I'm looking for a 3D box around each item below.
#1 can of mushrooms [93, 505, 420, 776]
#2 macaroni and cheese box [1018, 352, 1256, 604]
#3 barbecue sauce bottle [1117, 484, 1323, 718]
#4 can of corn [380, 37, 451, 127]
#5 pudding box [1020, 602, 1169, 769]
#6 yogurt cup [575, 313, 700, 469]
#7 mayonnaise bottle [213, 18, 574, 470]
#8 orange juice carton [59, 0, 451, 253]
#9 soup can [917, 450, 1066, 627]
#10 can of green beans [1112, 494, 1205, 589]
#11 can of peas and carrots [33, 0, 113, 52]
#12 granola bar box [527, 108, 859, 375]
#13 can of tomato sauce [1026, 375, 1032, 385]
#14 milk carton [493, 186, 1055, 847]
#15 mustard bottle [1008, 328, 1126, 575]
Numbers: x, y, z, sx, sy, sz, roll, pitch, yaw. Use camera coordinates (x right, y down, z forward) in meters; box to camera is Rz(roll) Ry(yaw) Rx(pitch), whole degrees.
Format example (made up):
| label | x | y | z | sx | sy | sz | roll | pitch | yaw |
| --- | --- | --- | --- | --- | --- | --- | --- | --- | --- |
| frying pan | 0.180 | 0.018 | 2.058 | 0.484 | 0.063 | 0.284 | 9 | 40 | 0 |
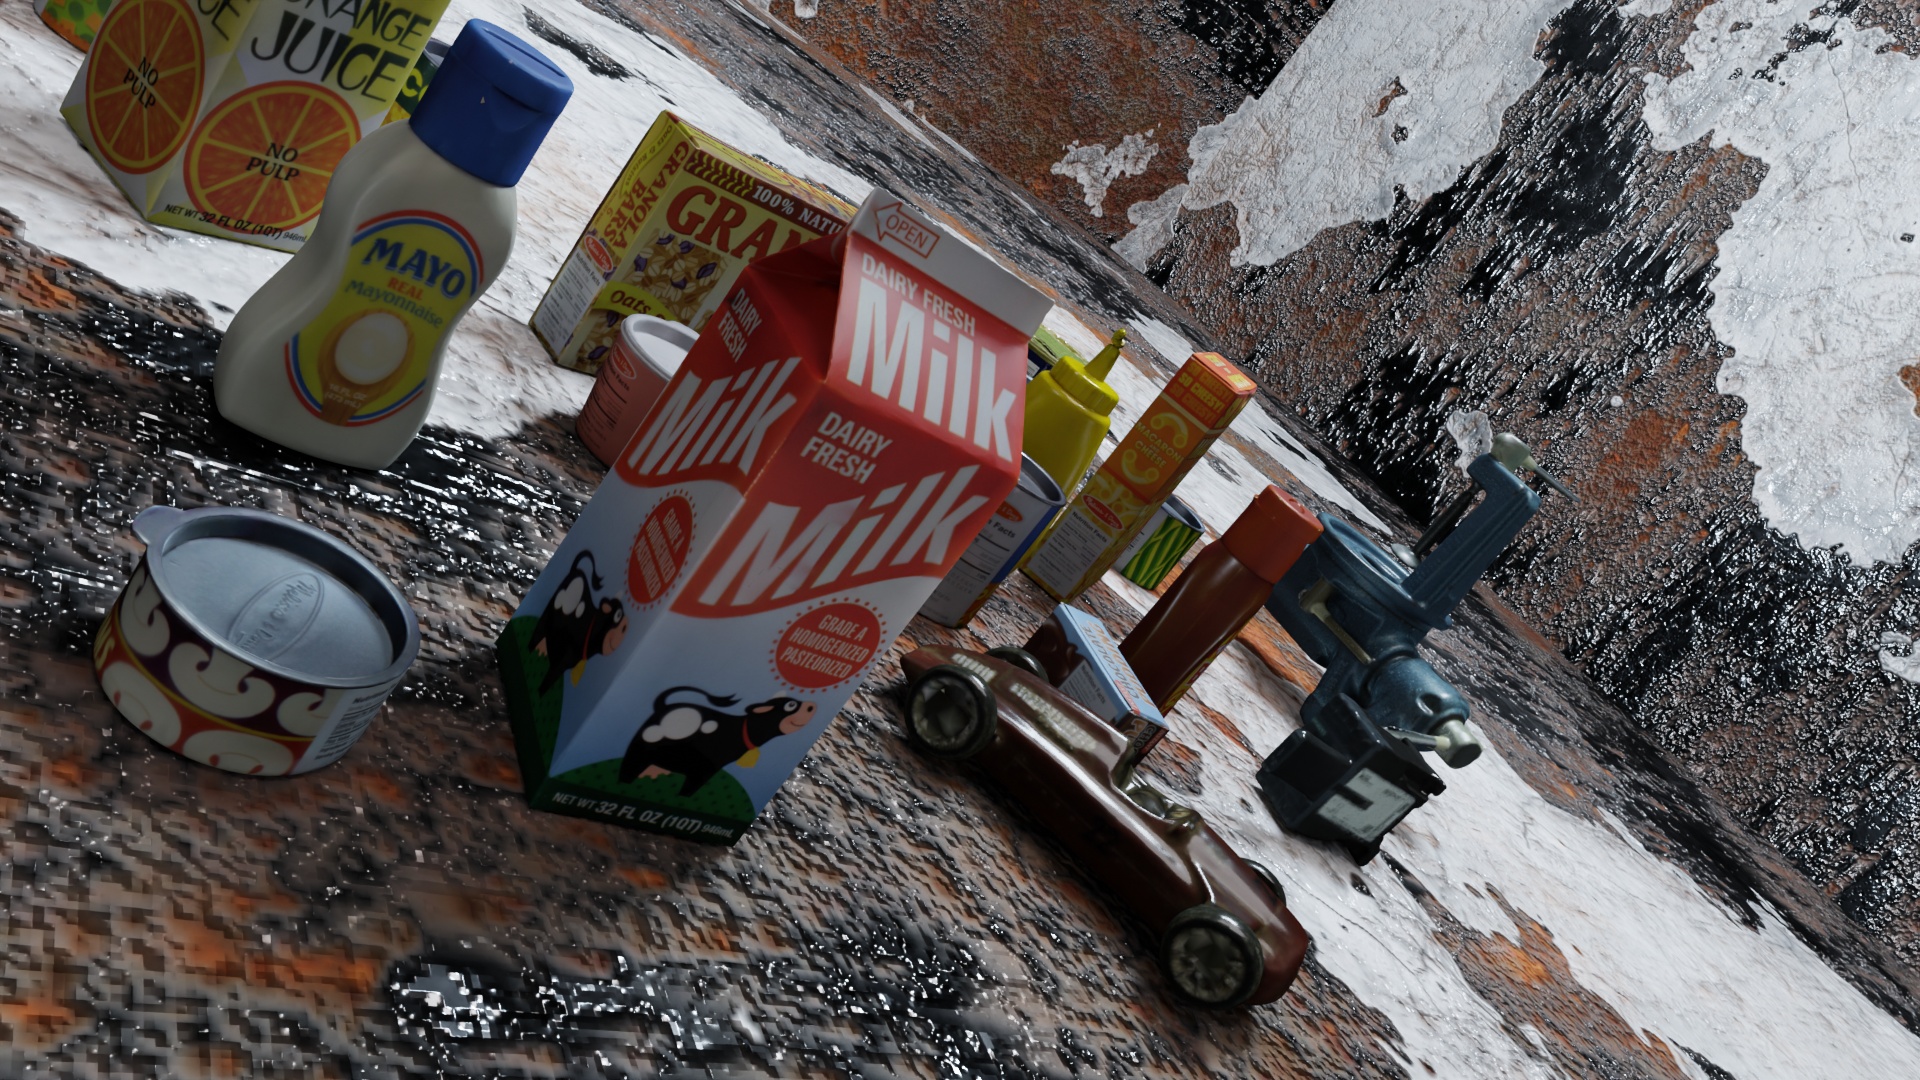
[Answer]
| label | x | y | z | sx | sy | sz | roll | pitch | yaw |
| --- | --- | --- | --- | --- | --- | --- | --- | --- | --- |
| can of mushrooms | -0.175 | 0.023 | 0.343 | 0.071 | 0.033 | 0.071 | 35 | 17 | -12 |
| macaroni and cheese box | 0.116 | -0.041 | 0.874 | 0.040 | 0.166 | 0.124 | 41 | 17 | 8 |
| barbecue sauce bottle | 0.125 | 0.038 | 0.719 | 0.044 | 0.148 | 0.065 | 40 | 17 | 7 |
| can of corn | -0.273 | -0.224 | 0.740 | 0.071 | 0.058 | 0.071 | 35 | 17 | -12 |
| pudding box | 0.058 | 0.074 | 0.657 | 0.030 | 0.049 | 0.084 | 26 | 20 | -35 |
| yogurt cup | -0.131 | -0.058 | 0.608 | 0.072 | 0.053 | 0.072 | 35 | 17 | -12 |
| mayonnaise bottle | -0.177 | -0.093 | 0.443 | 0.065 | 0.147 | 0.041 | 23 | 22 | -41 |
| orange juice carton | -0.250 | -0.211 | 0.524 | 0.073 | 0.192 | 0.072 | 44 | 17 | 19 |
| soup can | 0.003 | -0.009 | 0.701 | 0.071 | 0.083 | 0.071 | 35 | 17 | -12 |
| can of green beans | 0.134 | -0.006 | 1.007 | 0.071 | 0.057 | 0.071 | 35 | 17 | -12 |
| can of peas and carrots | -0.359 | -0.243 | 0.613 | 0.071 | 0.058 | 0.071 | 35 | 17 | -12 |
| granola bar box | -0.115 | -0.128 | 0.702 | 0.039 | 0.124 | 0.165 | 48 | 19 | 31 |
| can of tomato sauce | 0.023 | -0.062 | 0.881 | 0.071 | 0.083 | 0.071 | 35 | 17 | -12 |
| milk carton | -0.053 | -0.008 | 0.402 | 0.072 | 0.190 | 0.074 | 25 | 21 | -39 |
| mustard bottle | 0.043 | -0.050 | 0.758 | 0.065 | 0.159 | 0.049 | 36 | 17 | -8 |
